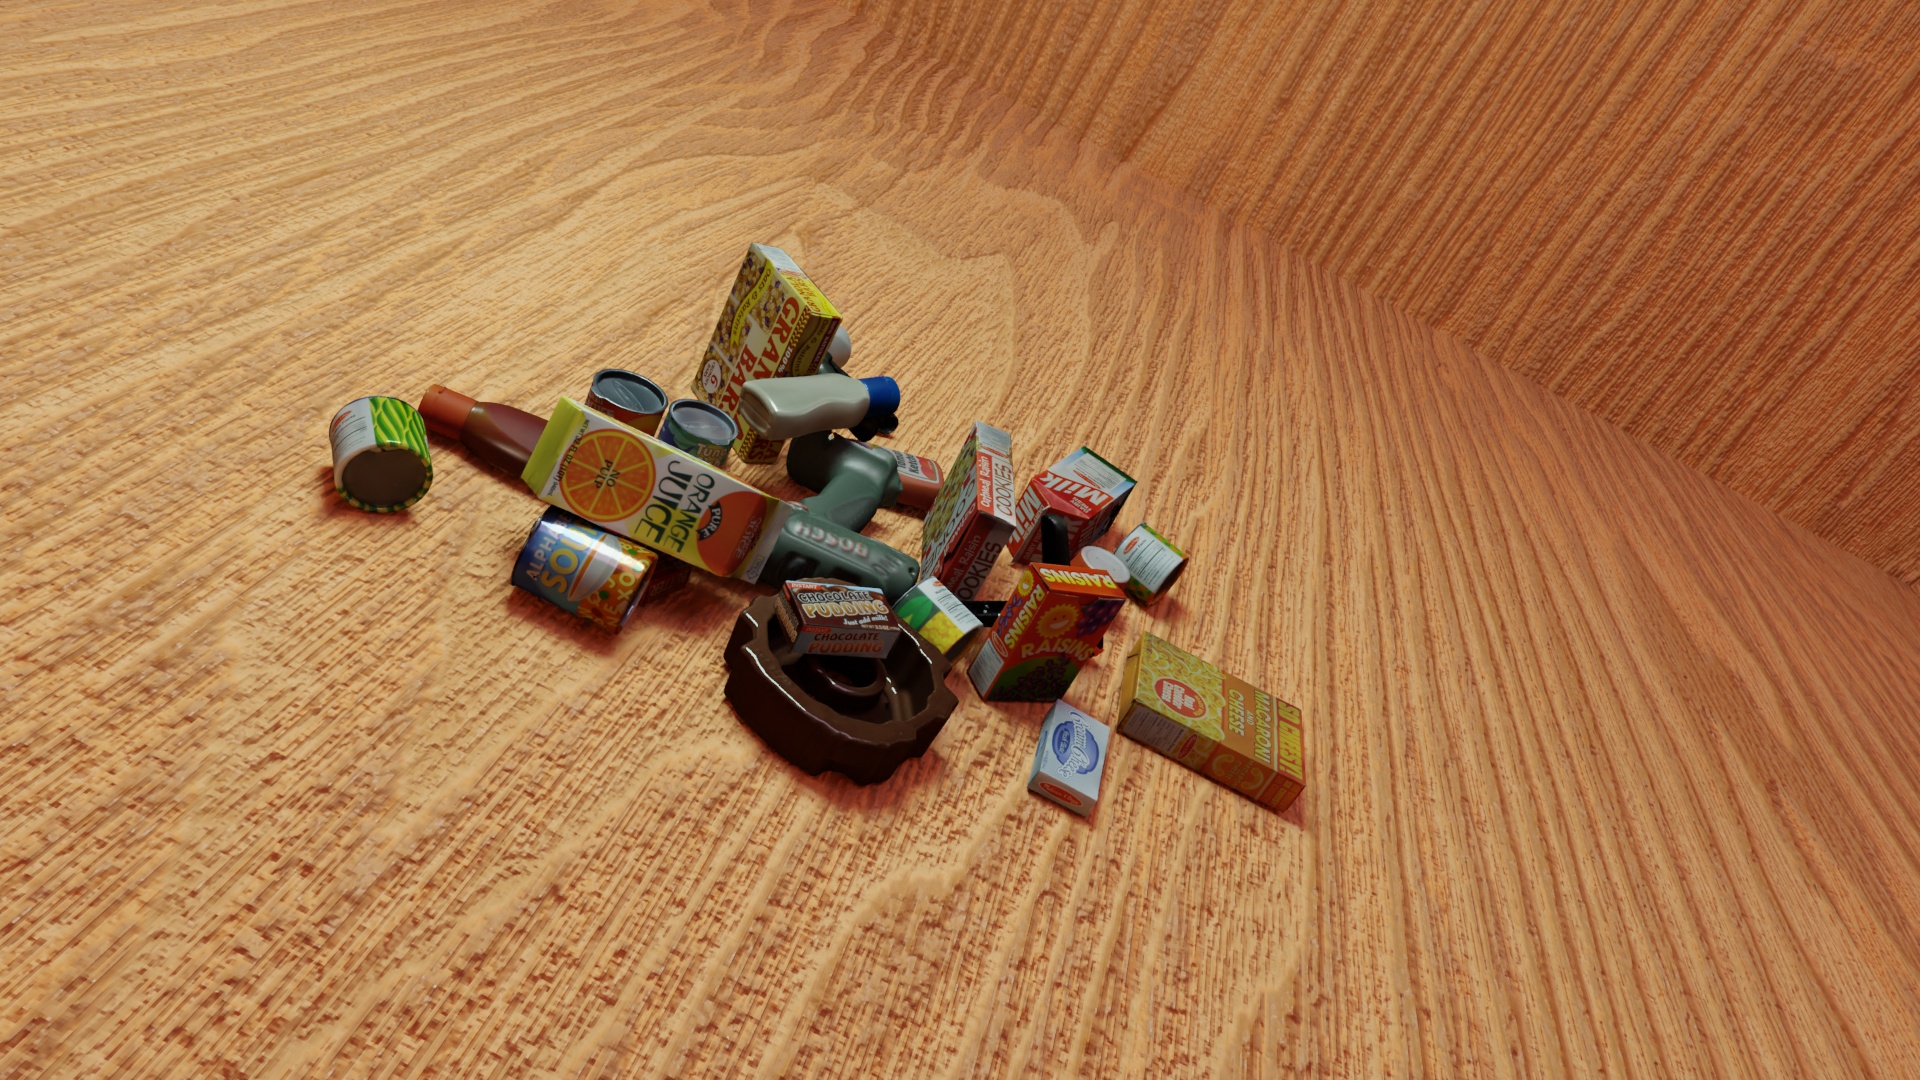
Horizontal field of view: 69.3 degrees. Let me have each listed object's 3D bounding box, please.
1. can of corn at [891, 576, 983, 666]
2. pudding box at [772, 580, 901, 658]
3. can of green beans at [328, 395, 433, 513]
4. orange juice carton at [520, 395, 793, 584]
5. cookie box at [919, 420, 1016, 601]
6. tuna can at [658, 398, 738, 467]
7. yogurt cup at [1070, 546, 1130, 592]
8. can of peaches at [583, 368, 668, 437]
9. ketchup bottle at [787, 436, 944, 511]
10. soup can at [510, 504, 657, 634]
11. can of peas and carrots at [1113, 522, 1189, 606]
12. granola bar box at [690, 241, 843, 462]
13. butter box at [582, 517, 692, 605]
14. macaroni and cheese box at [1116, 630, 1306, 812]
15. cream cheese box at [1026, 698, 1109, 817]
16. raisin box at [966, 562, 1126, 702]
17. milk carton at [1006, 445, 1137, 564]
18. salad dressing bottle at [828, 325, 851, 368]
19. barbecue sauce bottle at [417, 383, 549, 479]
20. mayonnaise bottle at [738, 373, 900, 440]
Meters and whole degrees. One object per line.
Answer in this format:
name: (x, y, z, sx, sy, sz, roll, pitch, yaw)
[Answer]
can of corn: (-0.025, 0.075, 1.139, 0.058, 0.071, 0.071, 44, 31, 15)
pudding box: (-0.091, 0.059, 1.026, 0.084, 0.030, 0.050, 7, 36, -33)
can of green beans: (-0.420, -0.062, 1.007, 0.071, 0.071, 0.058, 7, 35, -34)
orange juice carton: (-0.221, -0.033, 1.045, 0.192, 0.072, 0.073, 26, 1, -30)
cookie box: (0.004, -0.016, 1.251, 0.040, 0.122, 0.168, 22, 29, -13)
tuna can: (-0.237, -0.095, 1.259, 0.071, 0.032, 0.071, 22, 29, -13)
yogurt cup: (0.128, 0.042, 1.340, 0.072, 0.053, 0.073, 23, 28, -13)
can of peaches: (-0.295, -0.106, 1.199, 0.071, 0.057, 0.071, 22, 30, -13)
ketchup bottle: (-0.091, -0.070, 1.338, 0.149, 0.043, 0.065, 15, 27, -23)
soup can: (-0.271, 0.020, 1.002, 0.084, 0.071, 0.072, 26, 28, -5)
can of peas and carrots: (0.190, 0.025, 1.413, 0.059, 0.070, 0.071, 39, 30, 18)
granola bar box: (-0.183, -0.174, 1.298, 0.039, 0.164, 0.124, 1, 39, -43)
butter box: (-0.263, 0.005, 1.081, 0.103, 0.024, 0.053, 38, 28, 16)
macaroni and cheese box: (0.226, 0.161, 1.249, 0.166, 0.040, 0.124, 27, 28, -2)
cream cheese box: (0.088, 0.175, 1.121, 0.053, 0.024, 0.104, 29, 28, -3)
raisin box: (0.071, 0.079, 1.157, 0.086, 0.122, 0.040, 7, 34, -35)
milk carton: (0.105, -0.030, 1.418, 0.073, 0.072, 0.191, 36, 28, 12)
salad dressing bottle: (-0.185, -0.199, 1.449, 0.148, 0.064, 0.044, -11, 48, -40)
barbecue sauce bottle: (-0.359, -0.080, 1.116, 0.148, 0.043, 0.065, 23, 28, -9)
mayonnaise bottle: (-0.122, -0.123, 1.247, 0.148, 0.041, 0.065, -11, 41, -40)
